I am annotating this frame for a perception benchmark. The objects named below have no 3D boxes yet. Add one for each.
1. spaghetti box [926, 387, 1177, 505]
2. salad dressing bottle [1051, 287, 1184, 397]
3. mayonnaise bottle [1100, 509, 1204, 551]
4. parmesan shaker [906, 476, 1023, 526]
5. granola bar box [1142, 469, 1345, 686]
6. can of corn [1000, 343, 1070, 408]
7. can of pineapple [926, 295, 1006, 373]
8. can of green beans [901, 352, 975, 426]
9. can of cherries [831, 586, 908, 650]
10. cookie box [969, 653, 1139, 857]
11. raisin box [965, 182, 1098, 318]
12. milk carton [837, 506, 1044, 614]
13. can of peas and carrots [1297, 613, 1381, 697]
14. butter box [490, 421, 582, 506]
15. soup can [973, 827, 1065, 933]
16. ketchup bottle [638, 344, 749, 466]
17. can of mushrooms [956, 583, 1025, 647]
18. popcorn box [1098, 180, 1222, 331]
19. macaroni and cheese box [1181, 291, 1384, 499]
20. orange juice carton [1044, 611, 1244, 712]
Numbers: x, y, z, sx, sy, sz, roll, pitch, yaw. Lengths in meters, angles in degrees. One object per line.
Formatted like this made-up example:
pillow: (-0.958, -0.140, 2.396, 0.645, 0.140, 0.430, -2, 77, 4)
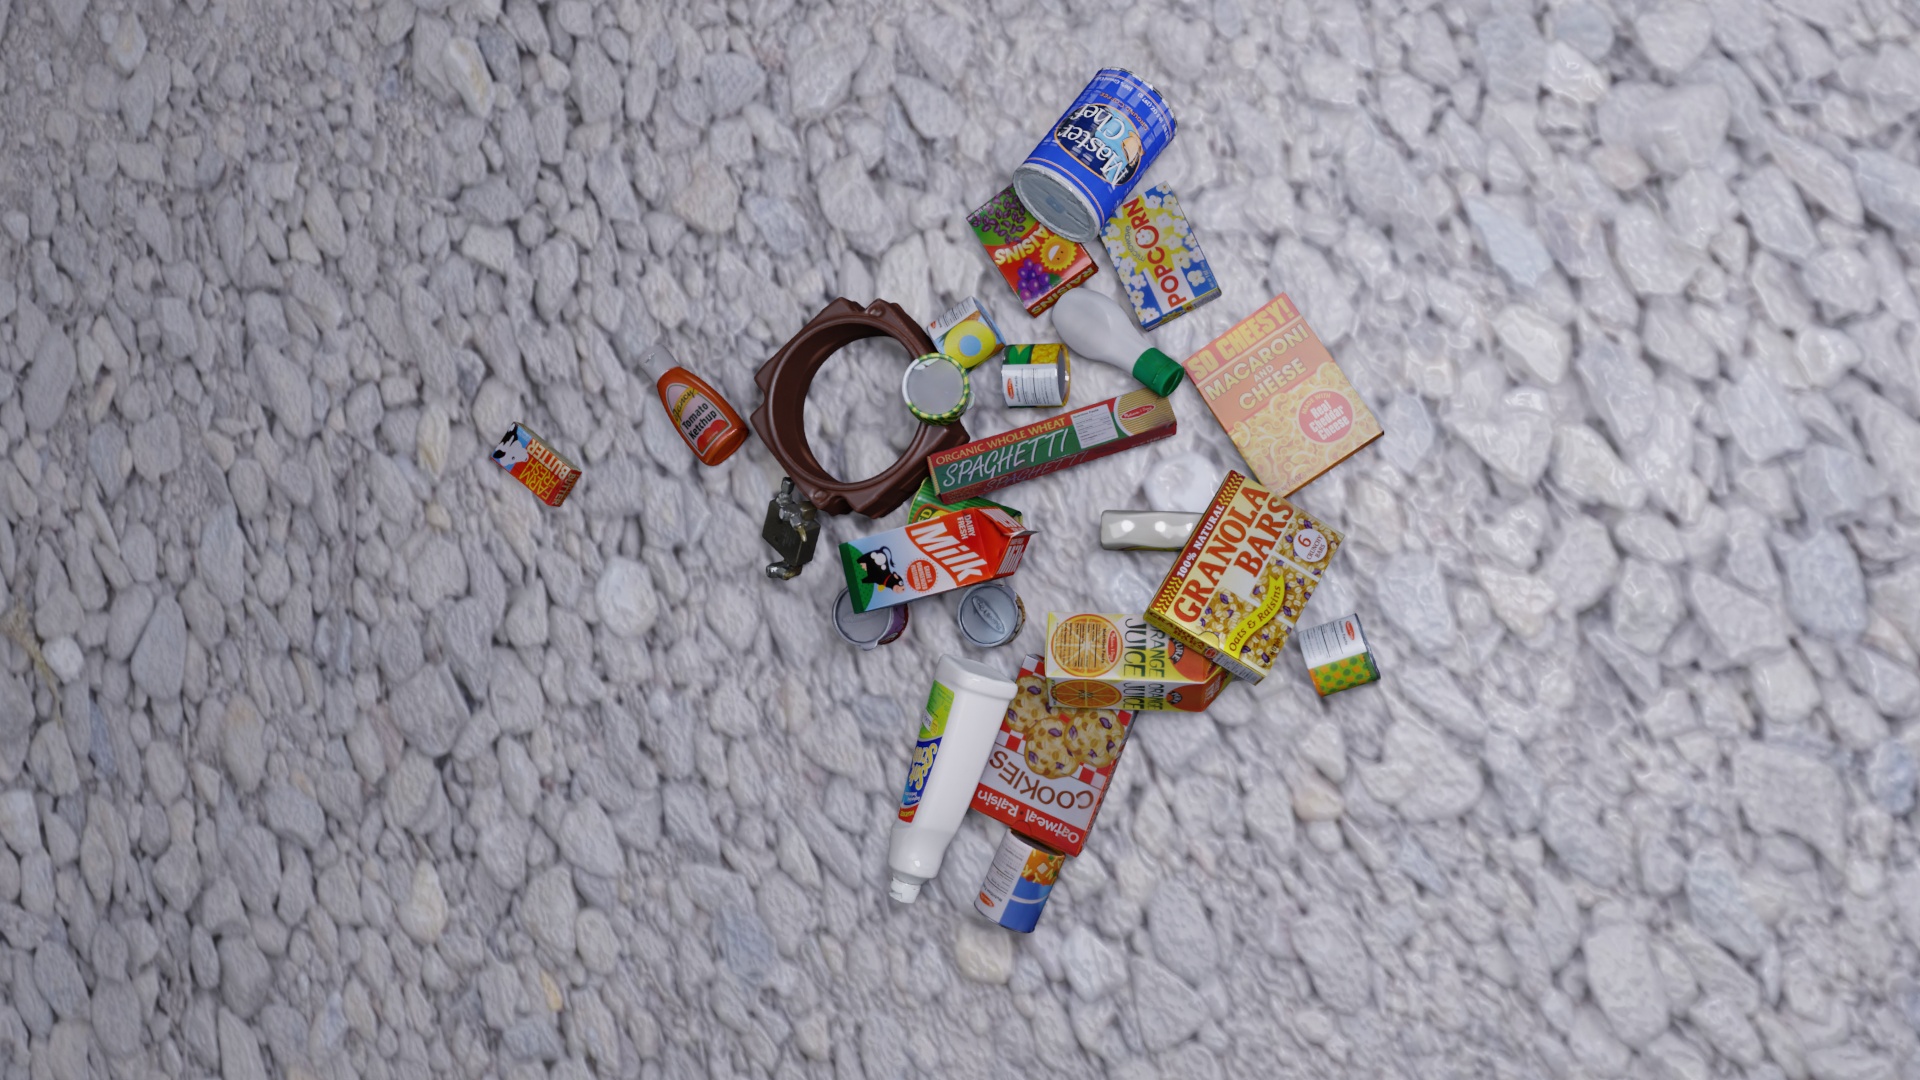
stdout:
spaghetti box: (0.091, -0.096, 1.396, 0.250, 0.028, 0.050, -17, 63, 3)
salad dressing bottle: (0.158, -0.197, 1.392, 0.148, 0.044, 0.064, 41, 123, 26)
mayonnaise bottle: (0.213, -0.008, 1.367, 0.148, 0.065, 0.041, 2, 87, 8)
parmesan shaker: (0.005, -0.018, 1.429, 0.103, 0.071, 0.071, 19, 93, 18)
granola bar box: (0.266, 0.033, 1.302, 0.124, 0.039, 0.166, 31, 72, 7)
can of corn: (0.078, -0.170, 1.420, 0.058, 0.071, 0.071, 0, 87, 17)
can of pineapple: (0.008, -0.211, 1.445, 0.058, 0.071, 0.071, -34, 77, 13)
can of green beans: (-0.023, -0.149, 1.369, 0.071, 0.058, 0.071, 0, 88, 1)
can of cherries: (-0.094, 0.080, 1.460, 0.071, 0.058, 0.071, -1, 86, 17)
cookie box: (0.095, 0.215, 1.400, 0.123, 0.040, 0.167, 22, 93, 17)
raisin box: (0.074, -0.307, 1.443, 0.086, 0.040, 0.123, -35, 76, 12)
milk carton: (-0.015, 0.014, 1.364, 0.190, 0.072, 0.073, -15, 86, 18)
can of peas and carrots: (0.358, 0.110, 1.312, 0.058, 0.071, 0.071, -20, 81, 16)
butter box: (-0.494, -0.089, 1.617, 0.103, 0.024, 0.053, 37, 97, 16)
soup can: (0.062, 0.340, 1.391, 0.071, 0.071, 0.083, 25, 93, 18)
ketchup bottle: (-0.302, -0.155, 1.551, 0.064, 0.043, 0.149, -44, 75, 11)
can of mushrooms: (0.034, 0.076, 1.433, 0.071, 0.033, 0.071, -1, 86, 18)
popcorn box: (0.199, -0.286, 1.402, 0.085, 0.038, 0.127, -26, 79, 15)
macaroni and cheese box: (0.313, -0.138, 1.355, 0.123, 0.040, 0.166, -34, 78, 13)
orange juice carton: (0.180, 0.118, 1.342, 0.193, 0.071, 0.073, 1, 60, 7)
